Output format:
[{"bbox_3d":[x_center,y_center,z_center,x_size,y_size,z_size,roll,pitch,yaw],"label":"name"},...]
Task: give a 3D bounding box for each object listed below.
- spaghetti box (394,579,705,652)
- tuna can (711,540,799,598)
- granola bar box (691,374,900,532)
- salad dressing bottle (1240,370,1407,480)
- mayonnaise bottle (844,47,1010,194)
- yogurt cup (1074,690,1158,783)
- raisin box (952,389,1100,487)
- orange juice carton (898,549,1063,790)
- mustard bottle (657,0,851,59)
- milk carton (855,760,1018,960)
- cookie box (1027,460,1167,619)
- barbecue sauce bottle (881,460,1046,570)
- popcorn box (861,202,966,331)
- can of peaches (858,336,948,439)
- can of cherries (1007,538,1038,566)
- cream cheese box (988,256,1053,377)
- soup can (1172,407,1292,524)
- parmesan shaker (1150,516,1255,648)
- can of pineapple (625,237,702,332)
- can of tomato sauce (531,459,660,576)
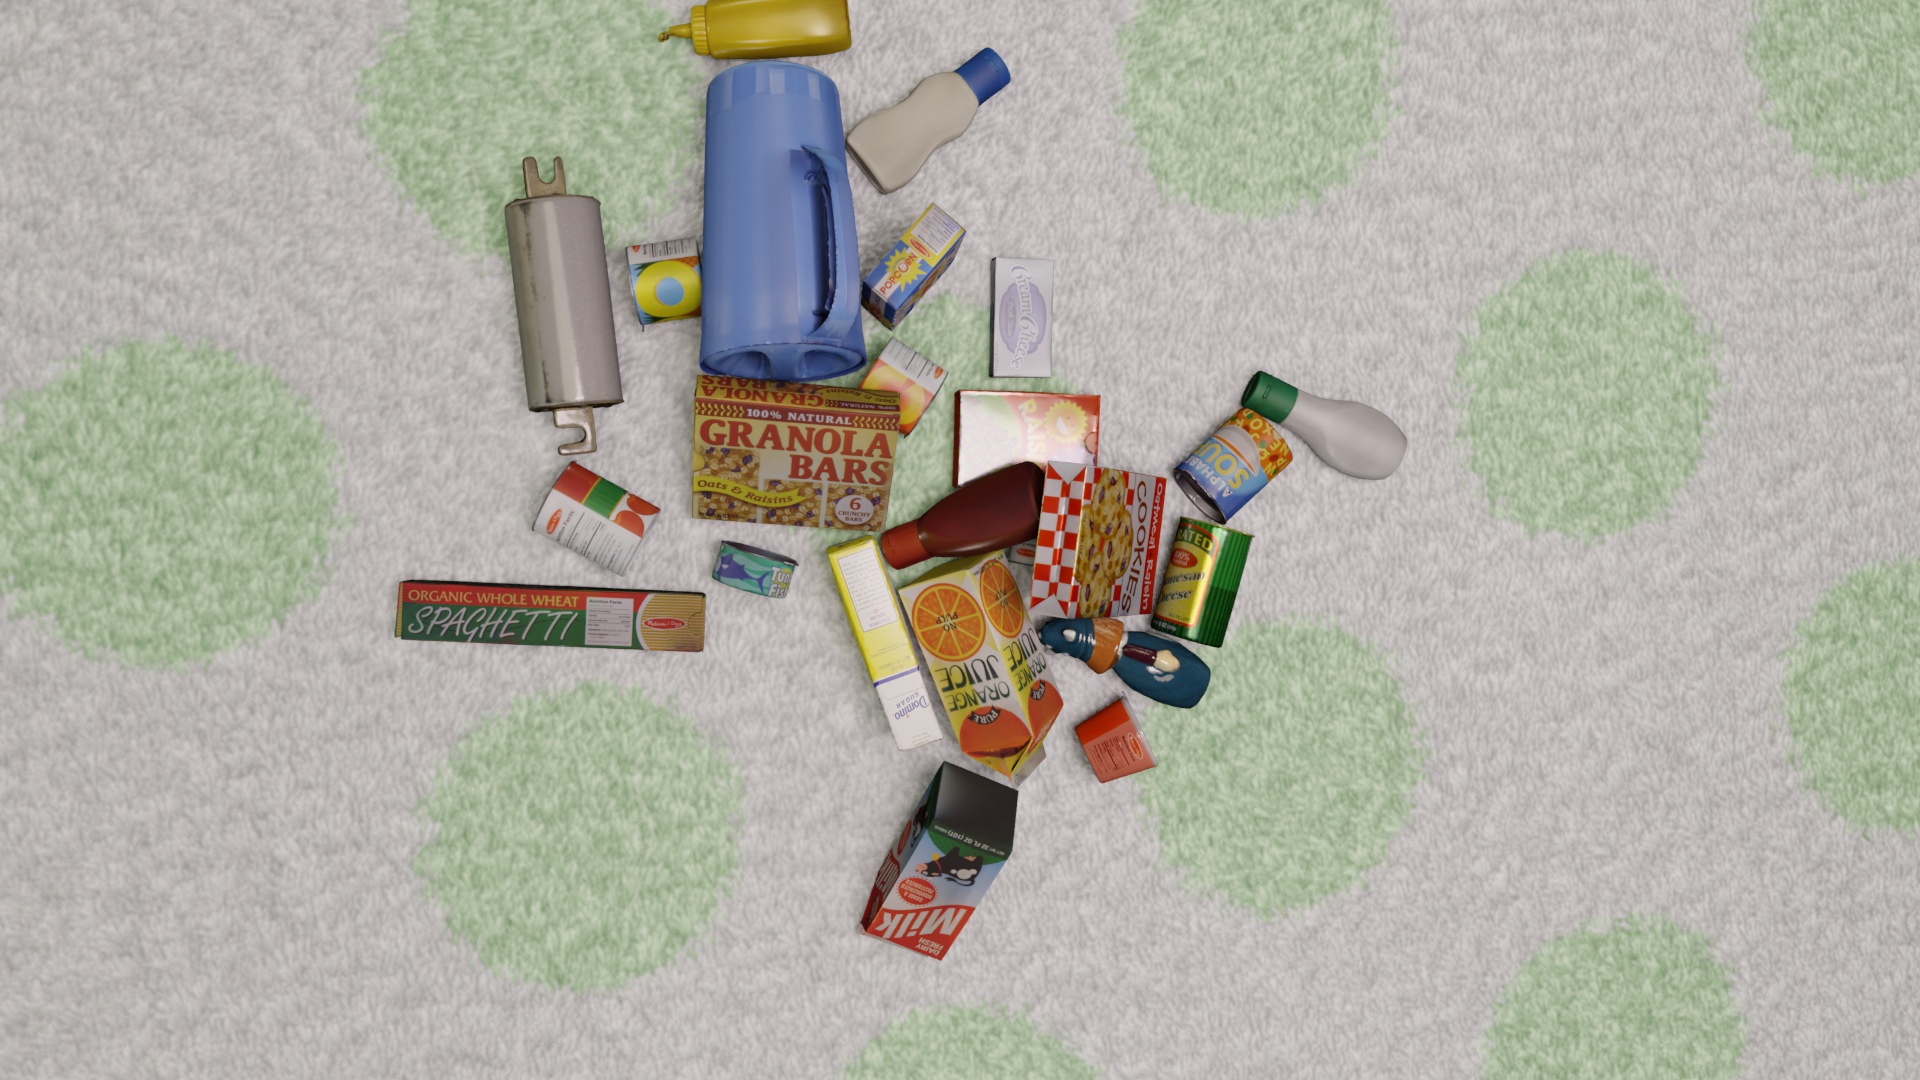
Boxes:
[{"bbox_3d":[-0.341,0.063,1.166,0.250,0.028,0.050,3,92,-8],"label":"spaghetti box"},{"bbox_3d":[-0.171,0.025,1.166,0.071,0.071,0.033,16,92,-8],"label":"tuna can"},{"bbox_3d":[-0.137,-0.070,1.150,0.166,0.039,0.123,4,128,-7],"label":"granola bar box"},{"bbox_3d":[0.323,-0.105,1.239,0.148,0.044,0.064,25,91,-7],"label":"salad dressing bottle"},{"bbox_3d":[-0.024,-0.362,1.184,0.148,0.041,0.064,-39,98,-5],"label":"mayonnaise bottle"},{"bbox_3d":[0.135,0.177,1.217,0.054,0.072,0.072,-26,96,3],"label":"yogurt cup"},{"bbox_3d":[0.057,-0.087,1.206,0.123,0.040,0.086,2,91,-8],"label":"raisin box"},{"bbox_3d":[0.026,0.111,1.182,0.073,0.072,0.192,-19,96,29],"label":"orange juice carton"},{"bbox_3d":[-0.171,-0.426,1.151,0.160,0.065,0.048,-4,98,-3],"label":"mustard bottle"},{"bbox_3d":[-0.023,0.284,1.173,0.072,0.074,0.189,22,122,-7],"label":"milk carton"},{"bbox_3d":[0.117,0.001,1.162,0.040,0.168,0.123,8,92,31],"label":"cookie box"},{"bbox_3d":[0.004,-0.015,1.170,0.148,0.043,0.065,-20,59,23],"label":"barbecue sauce bottle"},{"bbox_3d":[-0.041,-0.223,1.144,0.038,0.126,0.085,40,87,-4],"label":"popcorn box"},{"bbox_3d":[-0.053,-0.129,1.177,0.058,0.071,0.071,33,88,-8],"label":"can of peaches"},{"bbox_3d":[0.078,-0.005,1.202,0.071,0.071,0.058,8,91,-8],"label":"can of cherries"},{"bbox_3d":[0.053,-0.193,1.209,0.053,0.024,0.103,0,93,-9],"label":"cream cheese box"},{"bbox_3d":[0.238,-0.067,1.215,0.084,0.071,0.071,-43,97,-4],"label":"soup can"},{"bbox_3d":[0.213,0.037,1.216,0.071,0.071,0.103,15,90,-8],"label":"parmesan shaker"},{"bbox_3d":[-0.242,-0.213,1.149,0.058,0.071,0.071,-10,94,-7],"label":"can of pineapple"},{"bbox_3d":[-0.300,-0.019,1.150,0.083,0.071,0.071,29,89,-8],"label":"can of tomato sauce"}]
